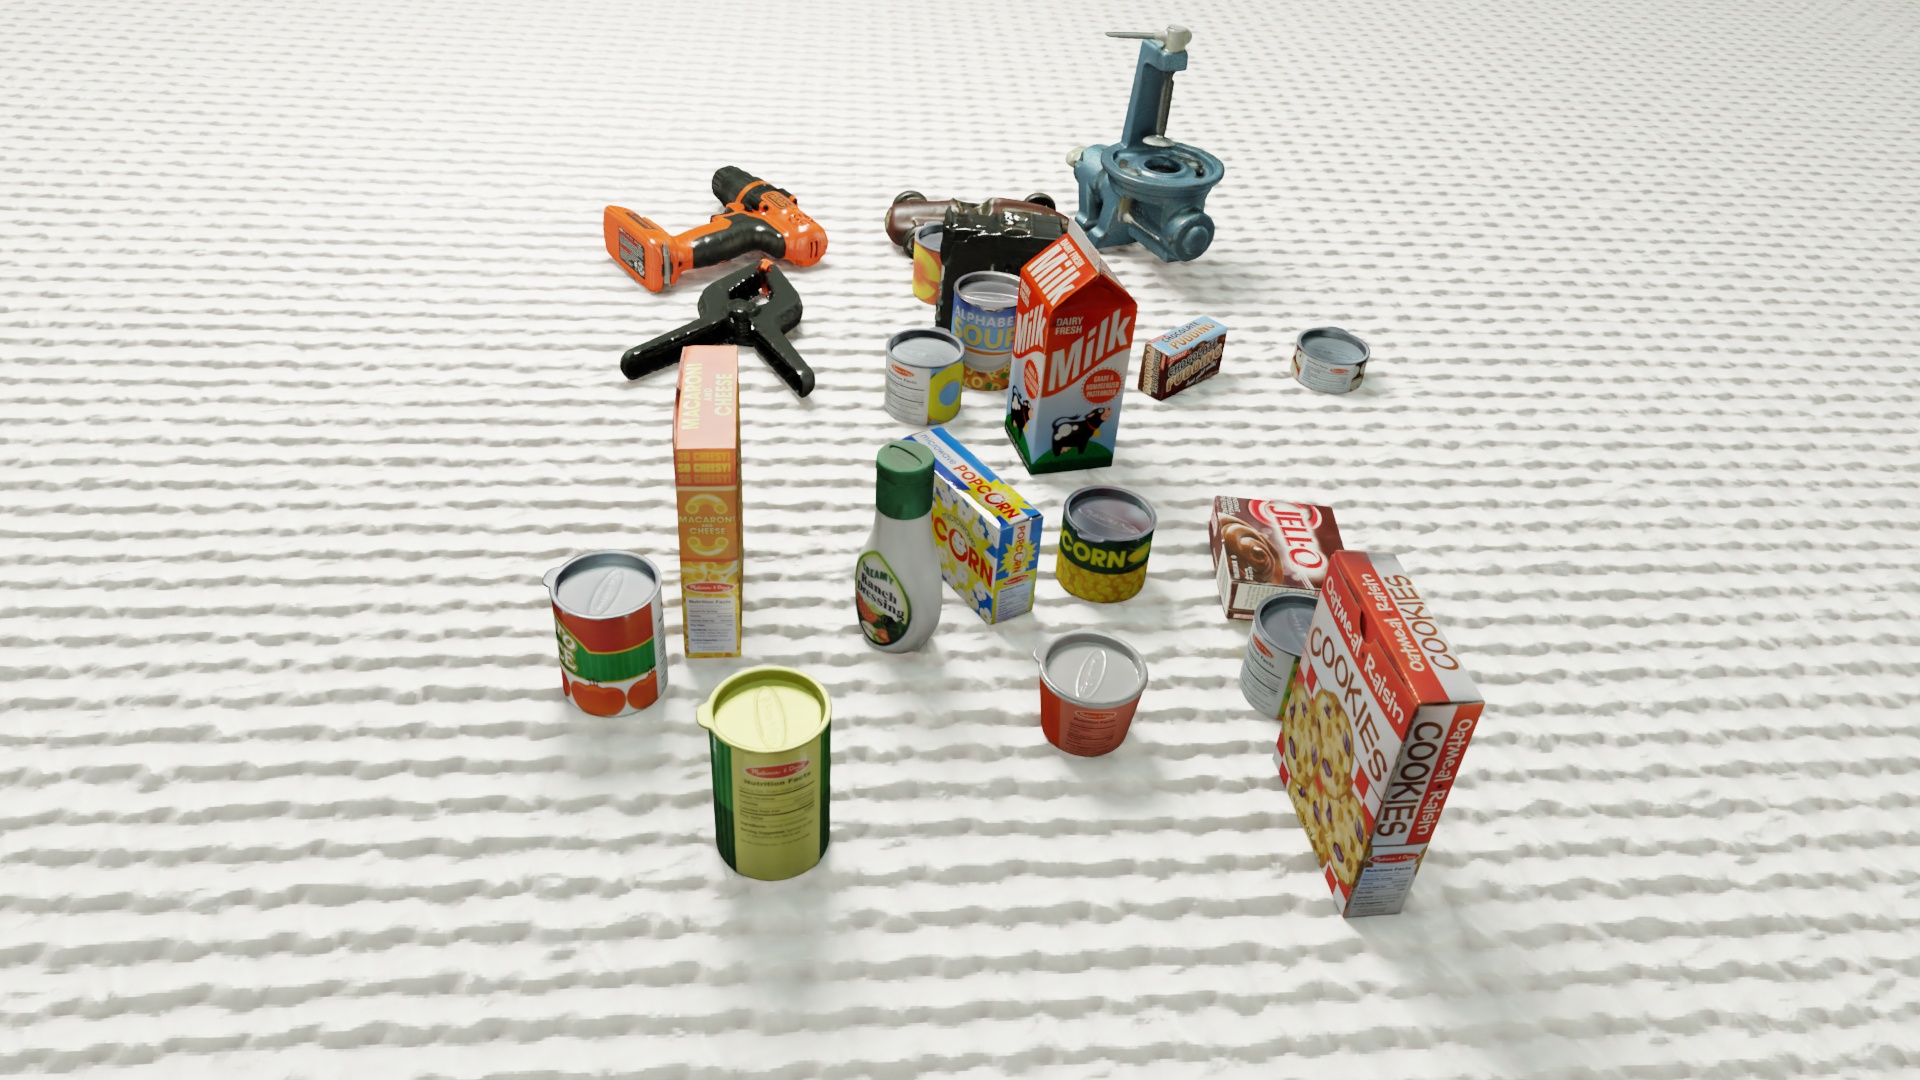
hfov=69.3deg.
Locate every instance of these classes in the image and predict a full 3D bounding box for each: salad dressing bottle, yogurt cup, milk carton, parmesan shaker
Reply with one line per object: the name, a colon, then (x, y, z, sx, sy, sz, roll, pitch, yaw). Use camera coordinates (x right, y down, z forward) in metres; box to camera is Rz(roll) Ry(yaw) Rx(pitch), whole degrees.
salad dressing bottle: (-0.039, 0.005, 0.897, 0.044, 0.146, 0.064, -29, 48, -36)
yogurt cup: (0.080, 0.097, 0.866, 0.072, 0.053, 0.073, 3, 37, -2)
milk carton: (0.086, -0.150, 1.080, 0.073, 0.189, 0.072, -7, 39, -15)
parmesan shaker: (-0.107, 0.129, 0.763, 0.071, 0.102, 0.072, 3, 37, -2)

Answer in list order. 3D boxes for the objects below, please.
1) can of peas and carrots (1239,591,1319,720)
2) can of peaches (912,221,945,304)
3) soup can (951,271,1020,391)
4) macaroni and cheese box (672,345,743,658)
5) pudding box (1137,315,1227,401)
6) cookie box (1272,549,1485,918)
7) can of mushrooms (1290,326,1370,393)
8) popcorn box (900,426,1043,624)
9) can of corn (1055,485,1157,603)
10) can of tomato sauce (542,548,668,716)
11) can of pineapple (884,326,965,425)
can of peas and carrots: (0.222, 0.076, 0.907, 0.071, 0.058, 0.071, 3, 37, -2)
can of peaches: (-0.013, -0.265, 1.330, 0.071, 0.057, 0.071, 3, 37, -2)
soup can: (0.024, -0.179, 1.200, 0.071, 0.083, 0.072, 3, 37, -2)
macaroni and cheese box: (-0.163, -0.025, 0.907, 0.040, 0.165, 0.124, -1, 37, -8)
pudding box: (0.196, -0.162, 1.224, 0.084, 0.049, 0.030, -27, 47, -35)
cookie box: (0.226, 0.108, 0.776, 0.040, 0.166, 0.123, -2, 38, -9)
can of mushrooms: (0.334, -0.164, 1.257, 0.071, 0.033, 0.071, 3, 37, -2)
popcorn box: (0.003, -0.012, 0.976, 0.038, 0.084, 0.127, -19, 43, -29)
can of corn: (0.102, 0.004, 0.988, 0.071, 0.058, 0.071, 3, 37, -2)
can of tomato sauce: (-0.218, 0.058, 0.860, 0.071, 0.082, 0.071, 3, 37, -2)
can of pineapple: (-0.029, -0.137, 1.160, 0.071, 0.057, 0.071, 3, 37, -2)
